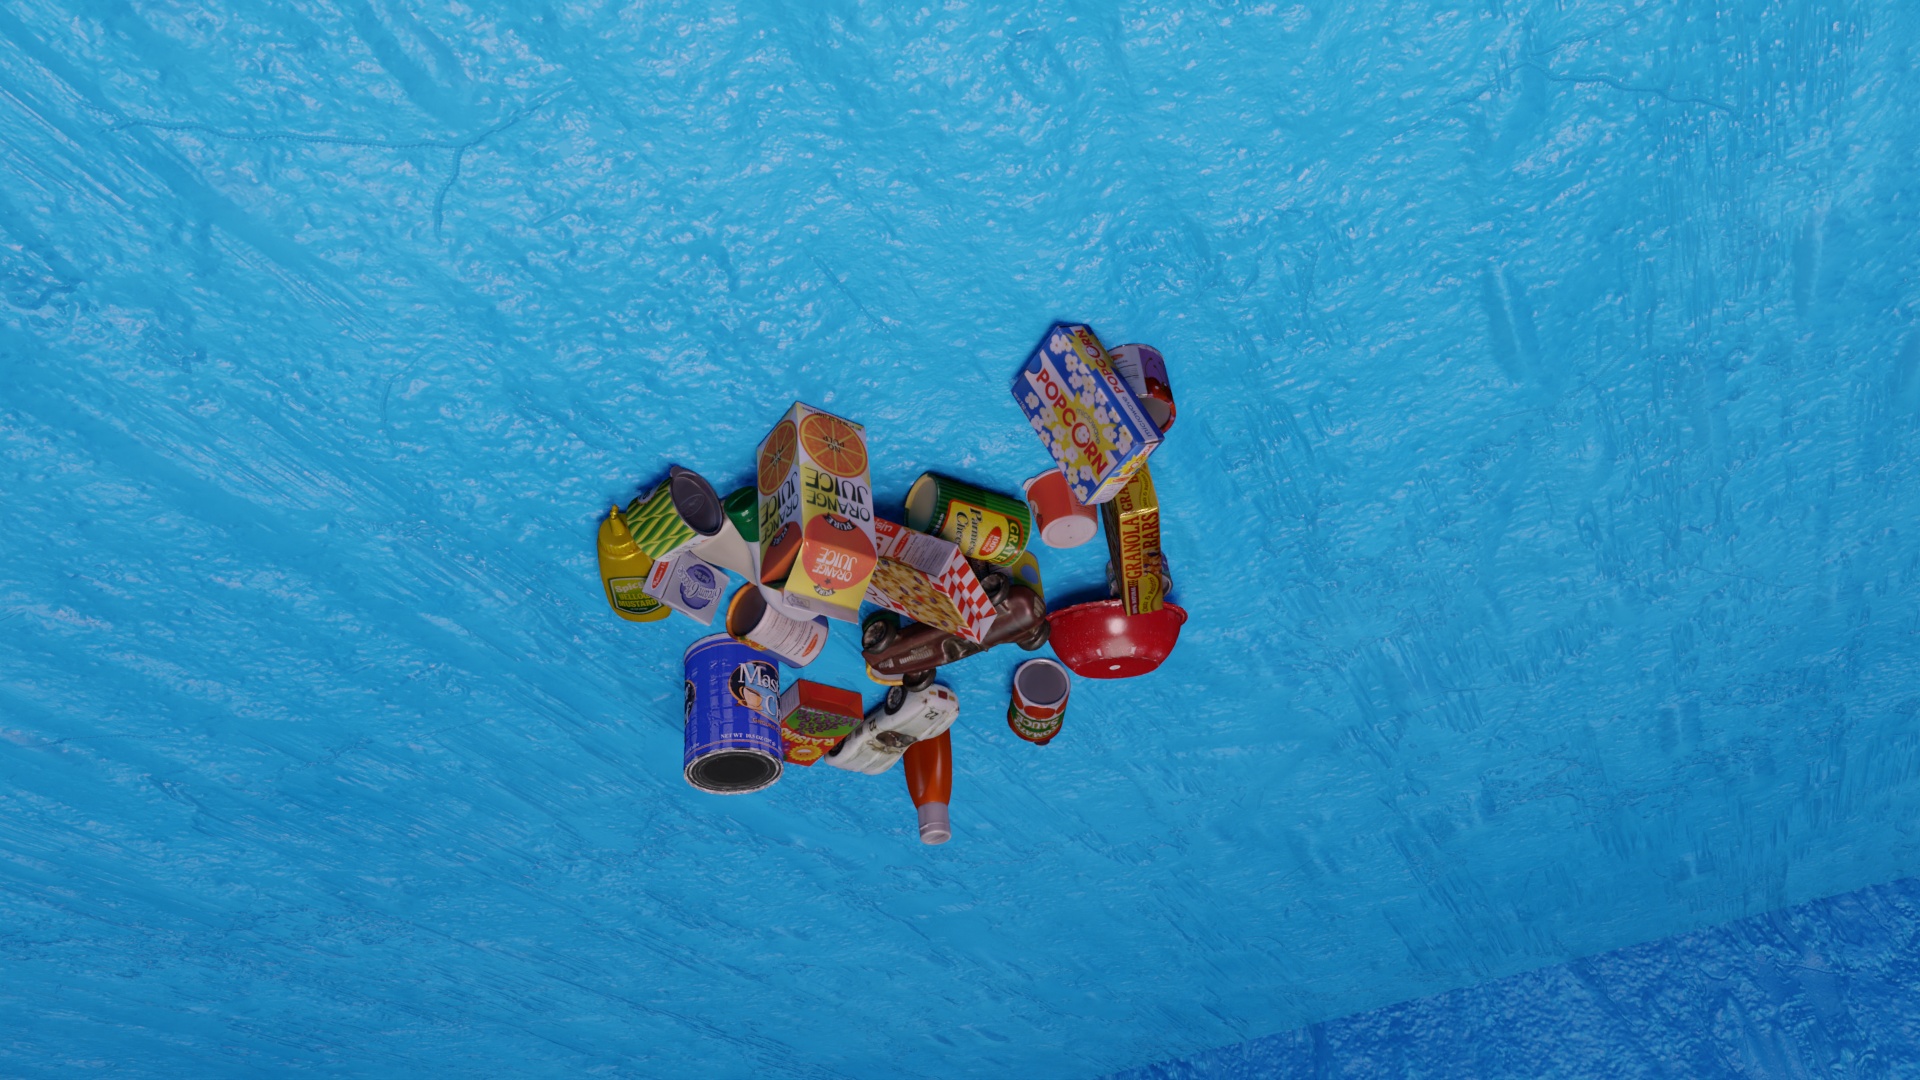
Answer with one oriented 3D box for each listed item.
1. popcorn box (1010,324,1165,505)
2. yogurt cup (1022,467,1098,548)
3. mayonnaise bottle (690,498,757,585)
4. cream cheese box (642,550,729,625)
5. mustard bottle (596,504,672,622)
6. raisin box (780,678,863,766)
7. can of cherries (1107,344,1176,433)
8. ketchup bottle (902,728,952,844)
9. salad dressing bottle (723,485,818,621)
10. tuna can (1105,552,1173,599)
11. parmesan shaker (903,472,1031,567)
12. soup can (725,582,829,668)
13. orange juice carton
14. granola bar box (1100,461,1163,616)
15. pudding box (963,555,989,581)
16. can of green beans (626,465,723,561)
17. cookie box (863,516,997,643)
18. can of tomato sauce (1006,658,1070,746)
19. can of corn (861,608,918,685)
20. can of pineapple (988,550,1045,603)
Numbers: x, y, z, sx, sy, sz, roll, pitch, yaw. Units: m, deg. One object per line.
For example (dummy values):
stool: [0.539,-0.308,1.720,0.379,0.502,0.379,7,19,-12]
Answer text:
popcorn box: [0.104,-0.104,1.150,0.038,0.127,0.084,-13,153,-39]
yogurt cup: [0.099,-0.029,1.317,0.072,0.054,0.072,-6,145,-4]
mayonnaise bottle: [-0.190,0.014,1.330,0.064,0.041,0.148,-34,139,21]
cream cheese box: [-0.259,0.042,1.322,0.024,0.053,0.103,17,168,21]
mustard bottle: [-0.310,0.019,1.304,0.065,0.049,0.159,-4,145,0]
raisin box: [-0.181,0.212,1.609,0.086,0.040,0.123,17,136,-32]
can of cherries: [0.150,-0.124,1.191,0.071,0.059,0.071,-5,144,-4]
ketchup bottle: [-0.037,0.283,1.641,0.064,0.149,0.043,-34,135,31]
salad dressing bottle: [-0.169,0.012,1.278,0.064,0.044,0.147,-39,133,-14]
tuna can: [0.184,0.038,1.444,0.071,0.033,0.070,-5,145,-4]
parmesan shaker: [0.005,-0.016,1.303,0.103,0.071,0.071,15,138,-29]
soup can: [-0.188,0.084,1.409,0.071,0.072,0.083,-30,138,27]
orange juice carton: [-0.122,-0.016,1.170,0.072,0.193,0.072,19,135,-31]
granola bar box: [0.153,-0.027,1.271,0.039,0.125,0.164,-11,144,2]
pudding box: [-0.002,0.044,1.402,0.030,0.050,0.083,13,140,-24]
can of green beans: [-0.256,-0.022,1.245,0.057,0.071,0.071,-27,140,26]
cookie box: [-0.060,0.026,1.297,0.167,0.040,0.122,19,156,31]
can of tomato sauce: [0.090,0.186,1.599,0.071,0.071,0.082,-3,144,-7]
can of corn: [-0.072,0.114,1.478,0.071,0.058,0.070,-5,144,-4]
can of pineapple: [0.052,0.051,1.414,0.071,0.058,0.070,-6,144,-4]
